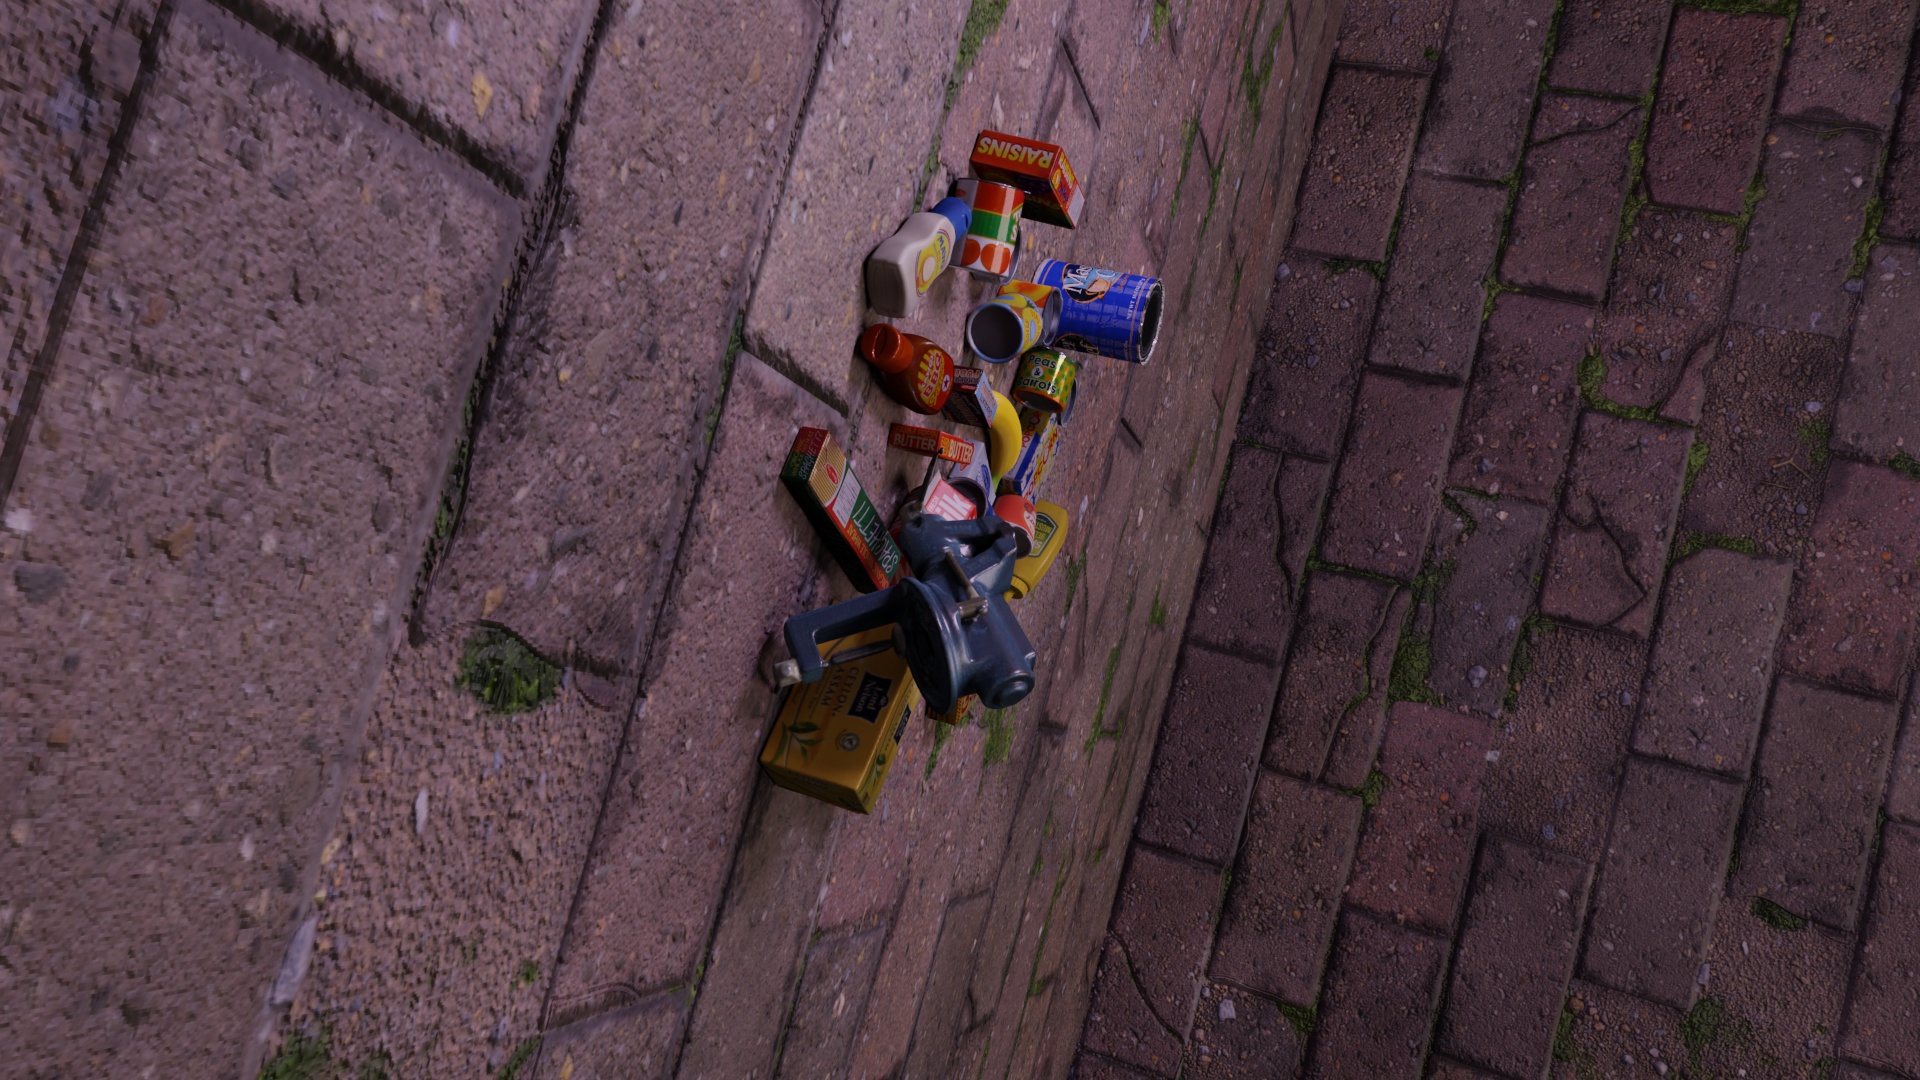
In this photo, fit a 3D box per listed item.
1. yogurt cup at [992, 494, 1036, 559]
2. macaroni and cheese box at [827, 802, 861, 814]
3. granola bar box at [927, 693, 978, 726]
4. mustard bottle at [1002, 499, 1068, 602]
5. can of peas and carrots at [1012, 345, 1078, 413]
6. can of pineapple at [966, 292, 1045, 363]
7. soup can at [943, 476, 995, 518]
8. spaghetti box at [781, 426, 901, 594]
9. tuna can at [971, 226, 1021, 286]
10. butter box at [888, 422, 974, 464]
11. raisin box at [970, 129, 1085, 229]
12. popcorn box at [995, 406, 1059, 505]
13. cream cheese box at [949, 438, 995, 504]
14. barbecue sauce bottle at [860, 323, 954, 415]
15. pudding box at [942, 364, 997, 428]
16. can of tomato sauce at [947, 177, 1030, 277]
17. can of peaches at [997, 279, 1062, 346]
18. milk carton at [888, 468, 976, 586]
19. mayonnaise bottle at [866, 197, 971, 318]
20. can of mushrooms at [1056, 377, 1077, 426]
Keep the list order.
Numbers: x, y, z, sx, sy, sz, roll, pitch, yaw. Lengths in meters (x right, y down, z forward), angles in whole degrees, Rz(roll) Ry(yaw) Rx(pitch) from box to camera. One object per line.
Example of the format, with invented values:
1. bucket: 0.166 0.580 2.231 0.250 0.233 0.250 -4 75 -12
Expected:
1. yogurt cup: 0.058 -0.018 1.649 0.072 0.072 0.054 82 20 -49
2. macaroni and cheese box: -0.097 0.169 1.355 0.123 0.040 0.167 69 39 -62
3. granola bar box: 0.006 0.115 1.626 0.125 0.039 0.164 -44 144 -60
4. mustard bottle: 0.083 0.024 1.754 0.048 0.065 0.161 81 32 -59
5. can of peas and carrots: 0.099 -0.189 1.639 0.071 0.071 0.059 47 60 -69
6. can of pineapple: 0.048 -0.222 1.454 0.058 0.071 0.070 -41 141 -60
7. soup can: 0.005 -0.019 1.476 0.083 0.071 0.071 61 45 -65
8. spaghetti box: -0.100 -0.018 1.225 0.249 0.029 0.050 65 42 -62
9. tuna can: 0.037 -0.299 1.425 0.071 0.033 0.071 13 91 -72
10. butter box: -0.027 -0.093 1.350 0.103 0.053 0.024 8 94 -72
11. raisin box: 0.069 -0.360 1.390 0.040 0.086 0.123 -69 162 -5
12. popcorn box: 0.081 -0.095 1.698 0.084 0.038 0.127 79 30 -52
13. cream cheese box: 0.013 -0.060 1.543 0.103 0.024 0.053 75 35 -55
14. barbecue sauce bottle: -0.048 -0.159 1.256 0.148 0.044 0.065 26 80 -71
15. pudding box: 0.004 -0.147 1.411 0.083 0.050 0.030 61 44 -66
16. can of tomato sauce: 0.024 -0.298 1.327 0.071 0.071 0.083 -12 115 -70
17. can of peaches: 0.075 -0.252 1.532 0.071 0.058 0.071 12 91 -72
18. milk carton: -0.026 0.017 1.402 0.189 0.073 0.073 83 27 -47
19. mayonnaise bottle: -0.034 -0.257 1.229 0.149 0.041 0.064 -57 152 -44
20. can of mushrooms: 0.123 -0.181 1.770 0.071 0.033 0.071 13 91 -72
